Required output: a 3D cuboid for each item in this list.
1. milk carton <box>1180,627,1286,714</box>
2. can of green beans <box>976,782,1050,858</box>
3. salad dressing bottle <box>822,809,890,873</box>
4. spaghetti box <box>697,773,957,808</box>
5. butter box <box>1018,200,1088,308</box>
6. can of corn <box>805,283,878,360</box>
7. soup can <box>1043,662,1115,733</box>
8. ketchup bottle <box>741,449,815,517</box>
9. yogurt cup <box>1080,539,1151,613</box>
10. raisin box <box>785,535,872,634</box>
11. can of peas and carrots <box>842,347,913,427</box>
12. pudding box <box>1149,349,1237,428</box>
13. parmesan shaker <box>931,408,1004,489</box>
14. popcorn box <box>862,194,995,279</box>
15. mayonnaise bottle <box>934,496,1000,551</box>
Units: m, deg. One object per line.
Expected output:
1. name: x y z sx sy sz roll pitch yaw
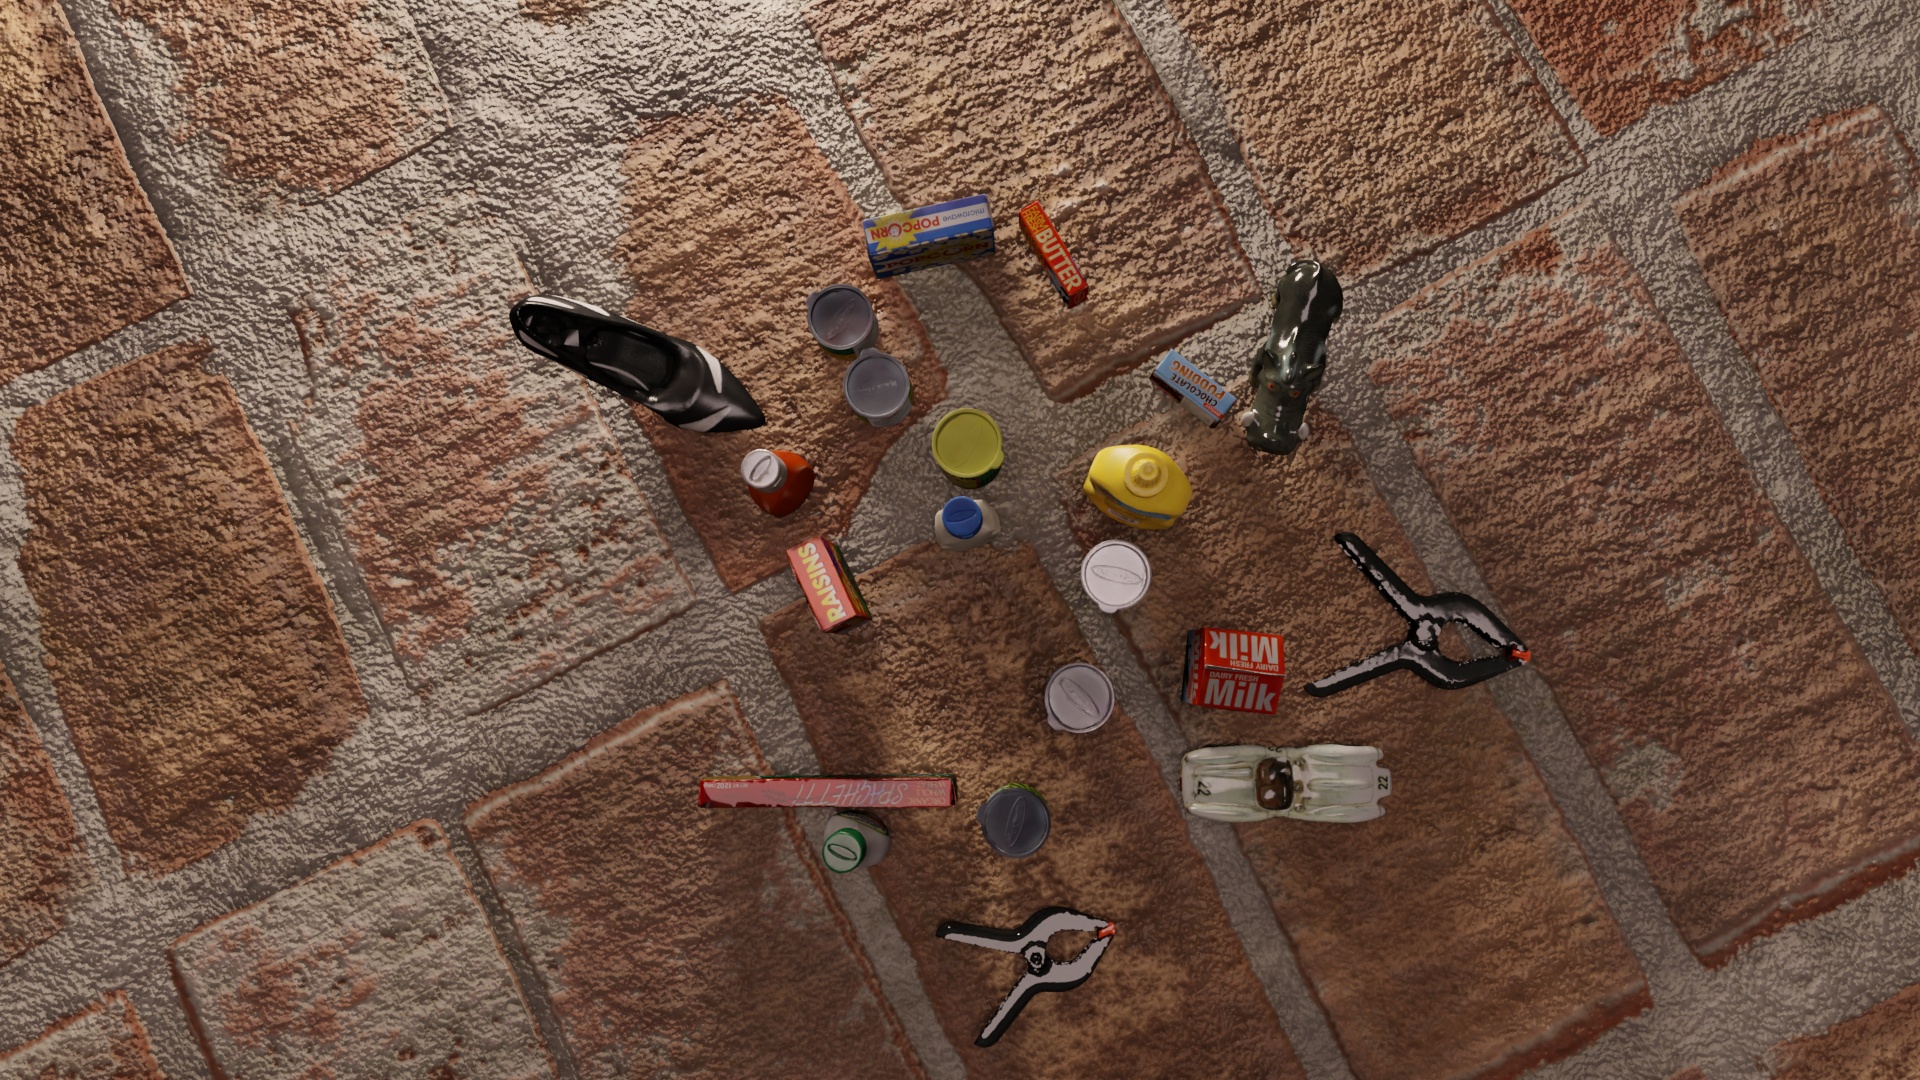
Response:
1. milk carton: 0.250 0.120 1.279 0.072 0.190 0.073 6 85 3
2. can of green beans: 0.054 0.269 1.340 0.071 0.058 0.071 0 85 3
3. salad dressing bottle: -0.101 0.283 1.300 0.064 0.147 0.044 23 87 4
4. spaghetti box: -0.127 0.244 1.354 0.250 0.050 0.028 -1 85 2
5. butter box: 0.093 -0.286 1.395 0.024 0.053 0.103 -30 84 0
6. can of corn: -0.119 -0.219 1.395 0.071 0.058 0.071 0 85 3
7. soup can: 0.111 0.152 1.336 0.071 0.083 0.071 0 85 3
8. ketchup bottle: -0.178 -0.059 1.336 0.043 0.148 0.065 38 88 5
9. yogurt cup: 0.151 0.035 1.360 0.072 0.054 0.072 0 85 3
10. raisin box: -0.126 0.045 1.337 0.040 0.123 0.086 -25 84 0
11. can of peas and carrots: -0.082 -0.152 1.386 0.071 0.058 0.071 0 85 3
12. pudding box: 0.230 -0.150 1.377 0.084 0.049 0.030 38 88 5
13. parmesan shaker: 0.011 -0.086 1.354 0.071 0.103 0.071 0 85 3
14. popcorn box: -0.030 -0.302 1.385 0.127 0.085 0.038 -12 85 1
15. mayonnaise bottle: 0.005 -0.017 1.324 0.065 0.148 0.041 -16 85 1
